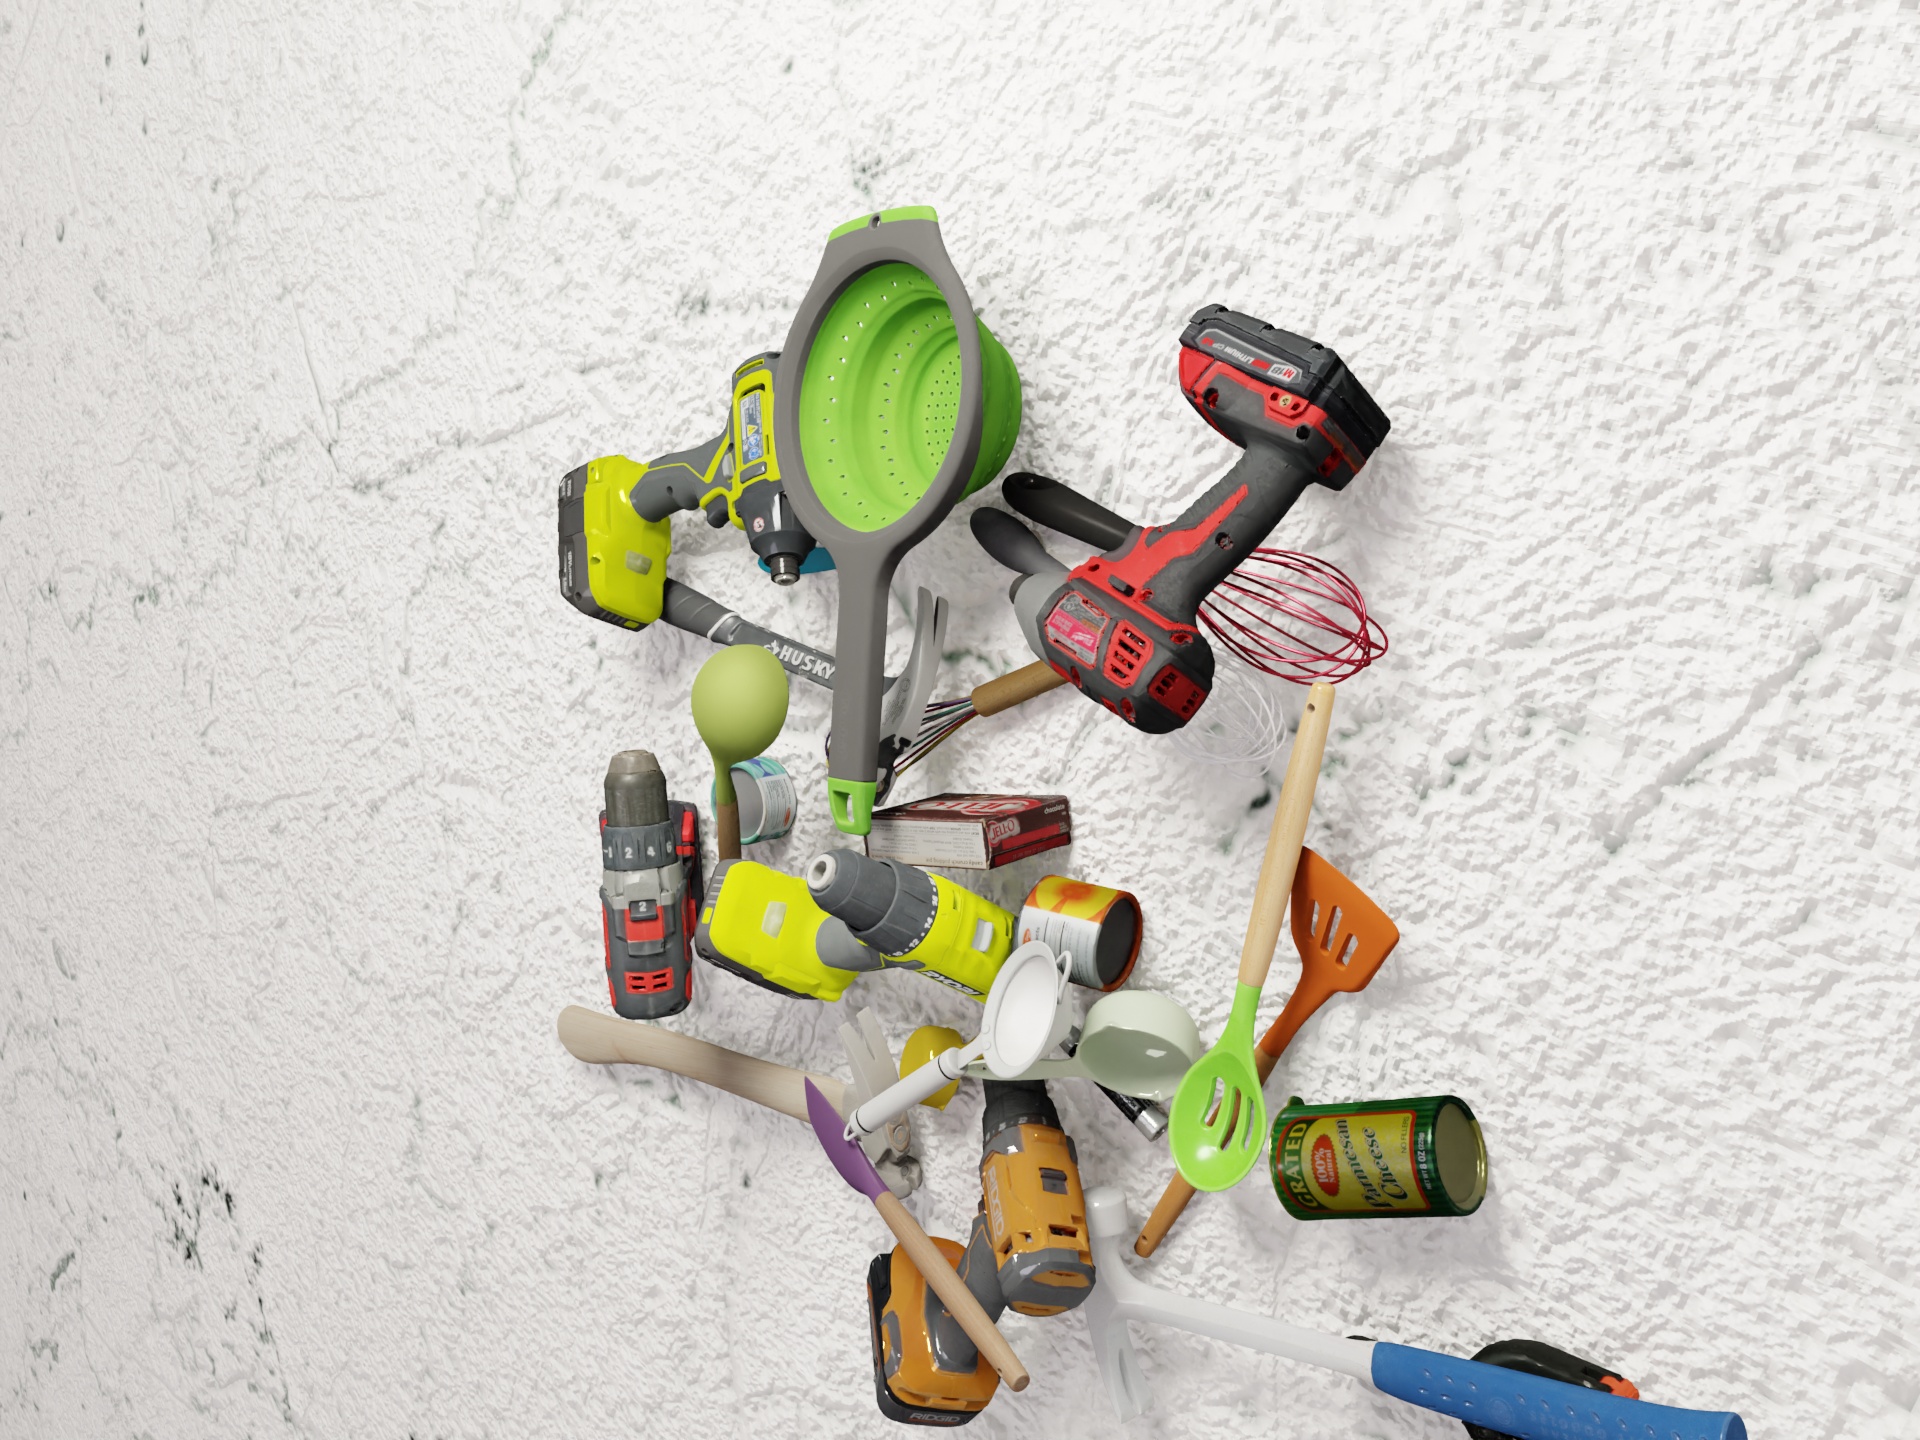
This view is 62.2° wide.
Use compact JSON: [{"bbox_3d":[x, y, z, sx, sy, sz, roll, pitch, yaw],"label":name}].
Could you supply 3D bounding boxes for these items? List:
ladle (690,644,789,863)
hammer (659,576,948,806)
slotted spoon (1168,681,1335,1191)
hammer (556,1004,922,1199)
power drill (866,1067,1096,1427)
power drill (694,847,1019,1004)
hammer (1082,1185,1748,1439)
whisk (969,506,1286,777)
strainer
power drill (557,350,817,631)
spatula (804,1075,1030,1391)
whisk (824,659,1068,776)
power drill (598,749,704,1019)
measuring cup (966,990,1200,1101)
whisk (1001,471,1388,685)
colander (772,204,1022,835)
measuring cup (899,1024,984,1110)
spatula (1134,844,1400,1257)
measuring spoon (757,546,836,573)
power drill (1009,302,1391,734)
[{"bbox_3d":[-0.160,0.068,1.167,0.078,0.062,0.319,51,152,30],"label":"ladle"},{"bbox_3d":[-0.165,-0.070,1.196,0.409,0.036,0.149,24,89,42],"label":"hammer"},{"bbox_3d":[0.175,0.128,0.918,0.070,0.031,0.313,27,113,47],"label":"slotted spoon"},{"bbox_3d":[-0.199,0.270,1.278,0.411,0.038,0.146,4,114,42],"label":"hammer"},{"bbox_3d":[0.011,0.347,1.076,0.186,0.084,0.226,-100,32,-49],"label":"power drill"},{"bbox_3d":[-0.077,0.138,1.082,0.228,0.190,0.080,-8,60,46],"label":"power drill"},{"bbox_3d":[0.229,0.369,0.903,0.405,0.035,0.144,-4,92,45],"label":"hammer"},{"bbox_3d":[0.095,-0.060,0.987,0.285,0.070,0.070,44,121,35],"label":"whisk"},{"bbox_3d":[0.002,0.216,1.022,0.258,0.050,0.087,-40,35,35],"label":"strainer"},{"bbox_3d":[-0.195,-0.154,1.177,0.223,0.080,0.171,-19,66,33],"label":"power drill"},{"bbox_3d":[-0.039,0.333,1.046,0.316,0.018,0.059,34,133,55],"label":"spatula"},{"bbox_3d":[-0.001,-0.002,1.088,0.245,0.051,0.047,-23,55,34],"label":"whisk"},{"bbox_3d":[-0.236,0.108,1.193,0.227,0.080,0.188,-155,61,-80],"label":"power drill"},{"bbox_3d":[0.076,0.209,1.025,0.167,0.038,0.083,-11,129,32],"label":"measuring cup"},{"bbox_3d":[0.130,-0.094,0.956,0.296,0.073,0.073,32,115,38],"label":"whisk"},{"bbox_3d":[-0.032,-0.124,1.042,0.205,0.094,0.397,7,94,47],"label":"colander"},{"bbox_3d":[-0.001,0.223,1.091,0.156,0.029,0.062,134,146,-52],"label":"measuring cup"},{"bbox_3d":[0.172,0.219,0.971,0.081,0.041,0.322,45,123,35],"label":"spatula"},{"bbox_3d":[-0.110,-0.118,1.175,0.129,0.021,0.042,2,97,39],"label":"measuring spoon"},{"bbox_3d":[0.122,-0.111,0.882,0.219,0.078,0.143,-55,46,3],"label":"power drill"}]
